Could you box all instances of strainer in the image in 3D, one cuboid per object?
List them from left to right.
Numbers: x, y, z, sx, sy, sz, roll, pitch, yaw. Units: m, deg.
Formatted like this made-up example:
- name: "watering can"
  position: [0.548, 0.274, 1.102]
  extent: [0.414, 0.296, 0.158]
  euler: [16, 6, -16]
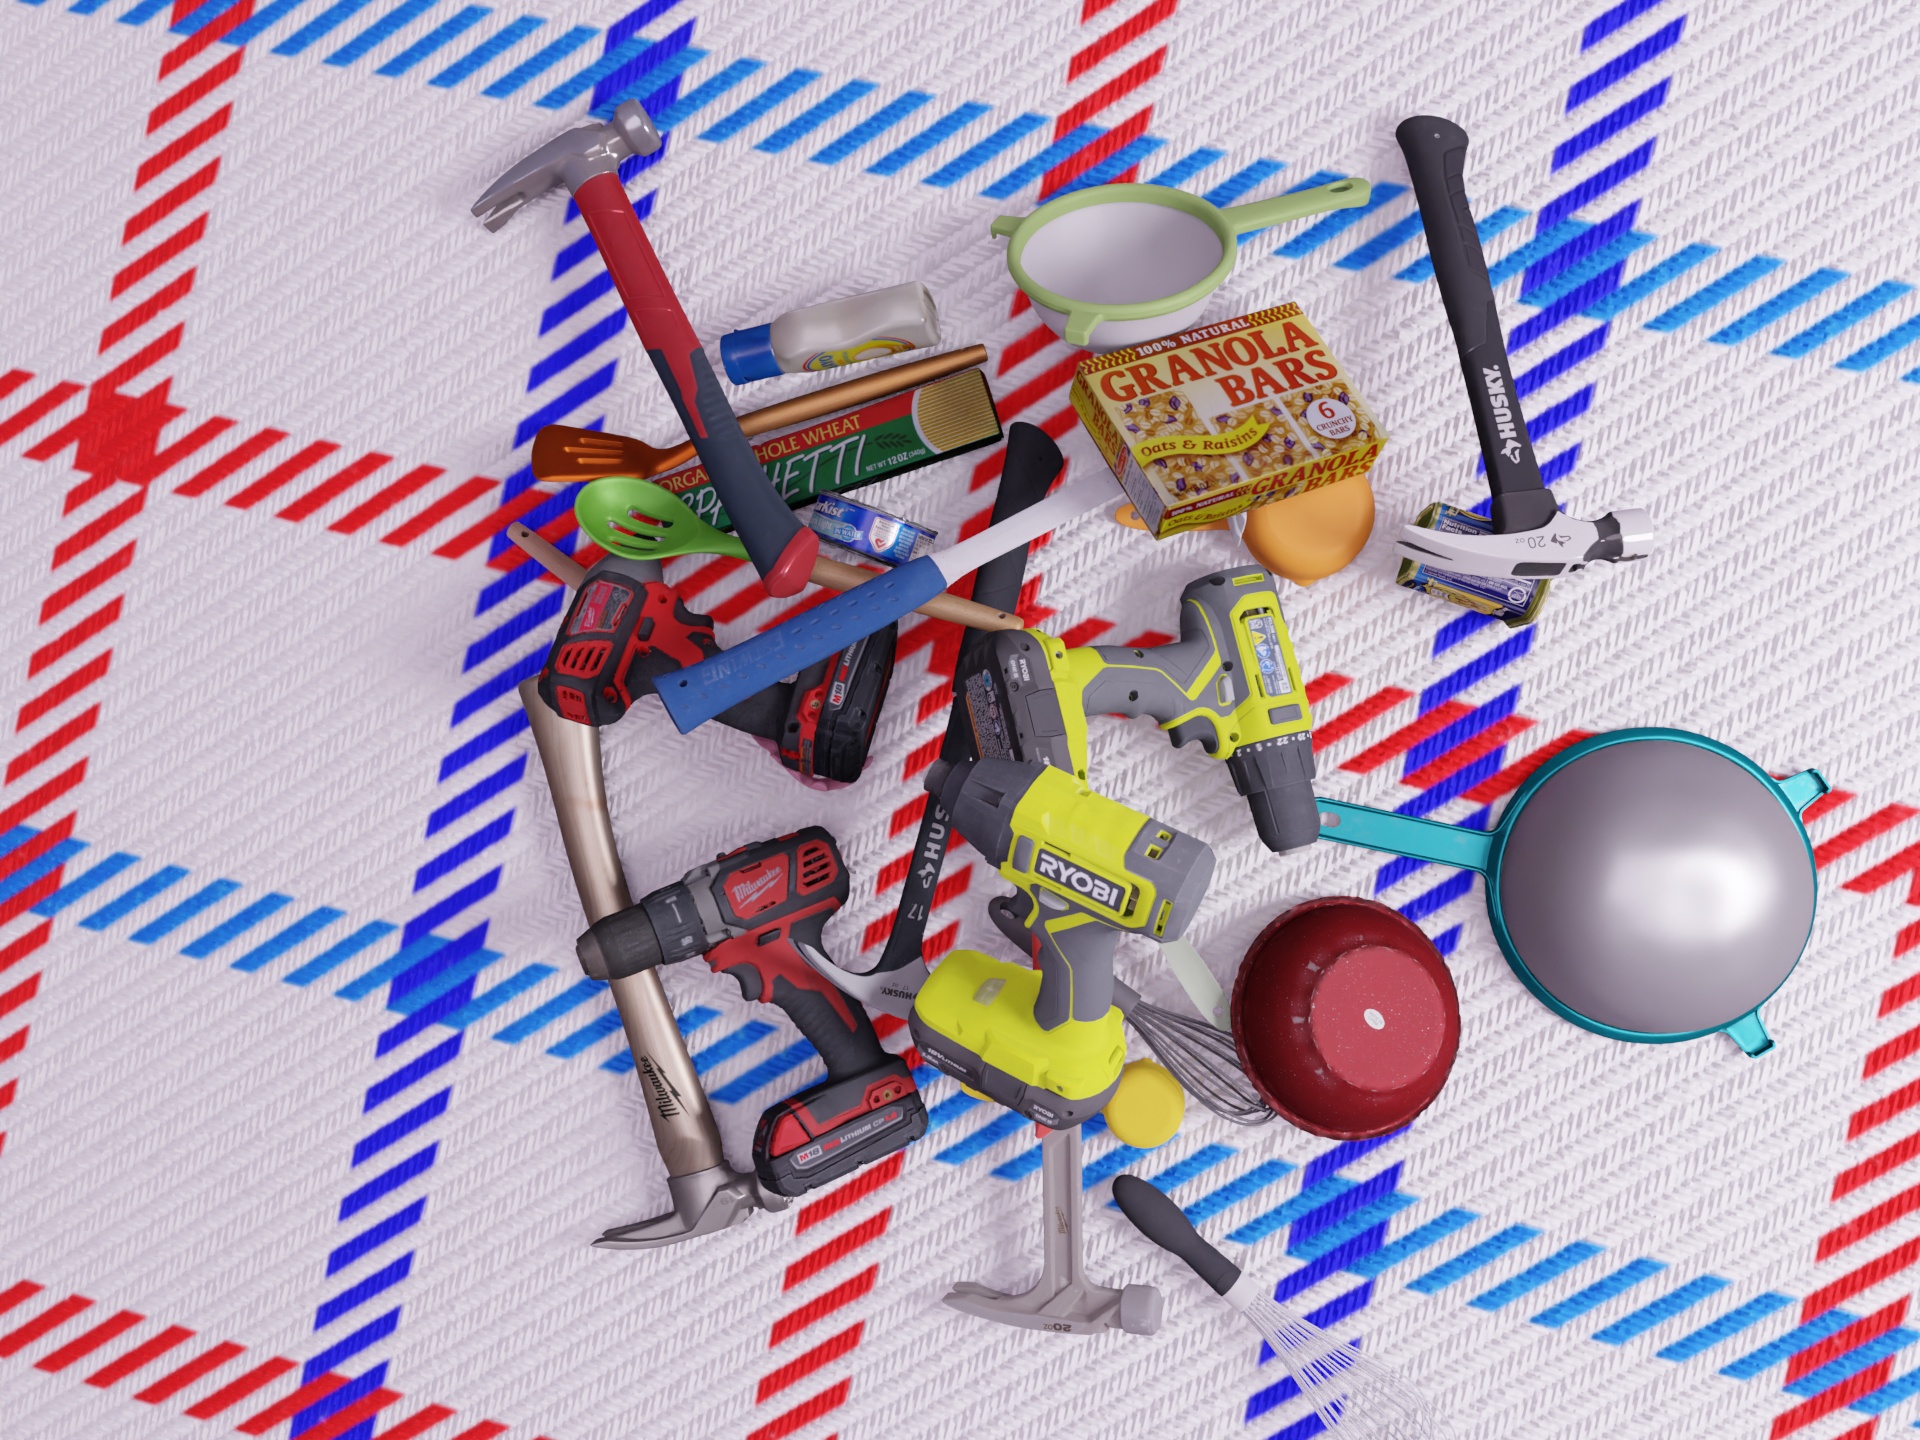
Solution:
- name: "strainer"
  position: [0.157, -0.306, 1.070]
  extent: [0.256, 0.069, 0.152]
  euler: [-17, 49, -10]
- name: "strainer"
  position: [0.391, 0.097, 1.023]
  extent: [0.340, 0.095, 0.211]
  euler: [12, 92, 5]

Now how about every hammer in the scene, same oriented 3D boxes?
- name: "hammer"
  position: [-0.247, 0.167, 1.129]
  extent: [0.146, 0.038, 0.411]
  euler: [-18, 88, 8]
- name: "hammer"
  position: [-0.206, -0.241, 1.075]
  extent: [0.143, 0.038, 0.387]
  euler: [-29, 72, 7]
- name: "hammer"
  position: [-0.003, -0.096, 1.016]
  extent: [0.405, 0.035, 0.144]
  euler: [-28, 67, -12]
- name: "hammer"
  position: [-0.002, -0.003, 1.068]
  extent: [0.149, 0.036, 0.409]
  euler: [18, 83, -29]
- name: "hammer"
  position: [0.058, 0.230, 1.065]
  extent: [0.149, 0.036, 0.359]
  euler: [0, 95, 20]
- name: "hammer"
  position: [0.322, -0.243, 1.007]
  extent: [0.146, 0.035, 0.335]
  euler: [-7, 69, 1]

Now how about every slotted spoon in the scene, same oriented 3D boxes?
- name: "slotted spoon"
  position: [-0.109, -0.102, 1.055]
  extent: [0.314, 0.031, 0.070]
  euler: [16, 52, 10]

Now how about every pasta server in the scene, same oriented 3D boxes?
- name: "pasta server"
  position: [-0.196, -0.049, 1.121]
  extent: [0.316, 0.040, 0.060]
  euler: [36, 62, 7]

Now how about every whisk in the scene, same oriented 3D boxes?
- name: "whisk"
  position: [0.117, 0.193, 1.083]
  extent: [0.239, 0.055, 0.055]
  euler: [36, 94, 10]
- name: "whisk"
  position: [0.213, 0.405, 1.068]
  extent: [0.285, 0.070, 0.070]
  euler: [41, 95, 9]

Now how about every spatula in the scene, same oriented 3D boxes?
- name: "spatula"
  position: [-0.139, -0.218, 1.110]
  extent: [0.322, 0.081, 0.041]
  euler: [-16, 128, 3]

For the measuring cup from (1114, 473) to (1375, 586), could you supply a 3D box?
- name: "measuring cup"
  position: [0.191, -0.140, 1.067]
  extent: [0.173, 0.052, 0.095]
  euler: [1, 90, 5]

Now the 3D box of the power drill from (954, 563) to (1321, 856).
- name: "power drill"
  position: [0.126, 0.009, 1.022]
  extent: [0.228, 0.080, 0.190]
  euler: [-11, 84, -24]

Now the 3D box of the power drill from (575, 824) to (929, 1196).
- name: "power drill"
  position: [-0.137, 0.201, 1.070]
  extent: [0.188, 0.080, 0.227]
  euler: [-21, 86, -18]

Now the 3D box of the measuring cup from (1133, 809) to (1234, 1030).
- name: "measuring cup"
  position: [0.136, 0.136, 1.080]
  extent: [0.083, 0.038, 0.167]
  euler: [-33, 85, 6]

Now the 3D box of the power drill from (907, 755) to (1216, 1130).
- name: "power drill"
  position: [0.044, 0.127, 0.950]
  extent: [0.171, 0.080, 0.223]
  euler: [25, 131, 16]

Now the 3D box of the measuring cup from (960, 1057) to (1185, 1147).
- name: "measuring cup"
  position: [0.076, 0.260, 1.093]
  extent: [0.156, 0.029, 0.062]
  euler: [5, 91, 5]

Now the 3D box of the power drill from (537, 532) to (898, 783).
- name: "power drill"
  position: [-0.159, -0.047, 1.072]
  extent: [0.219, 0.078, 0.143]
  euler: [14, 60, 3]
